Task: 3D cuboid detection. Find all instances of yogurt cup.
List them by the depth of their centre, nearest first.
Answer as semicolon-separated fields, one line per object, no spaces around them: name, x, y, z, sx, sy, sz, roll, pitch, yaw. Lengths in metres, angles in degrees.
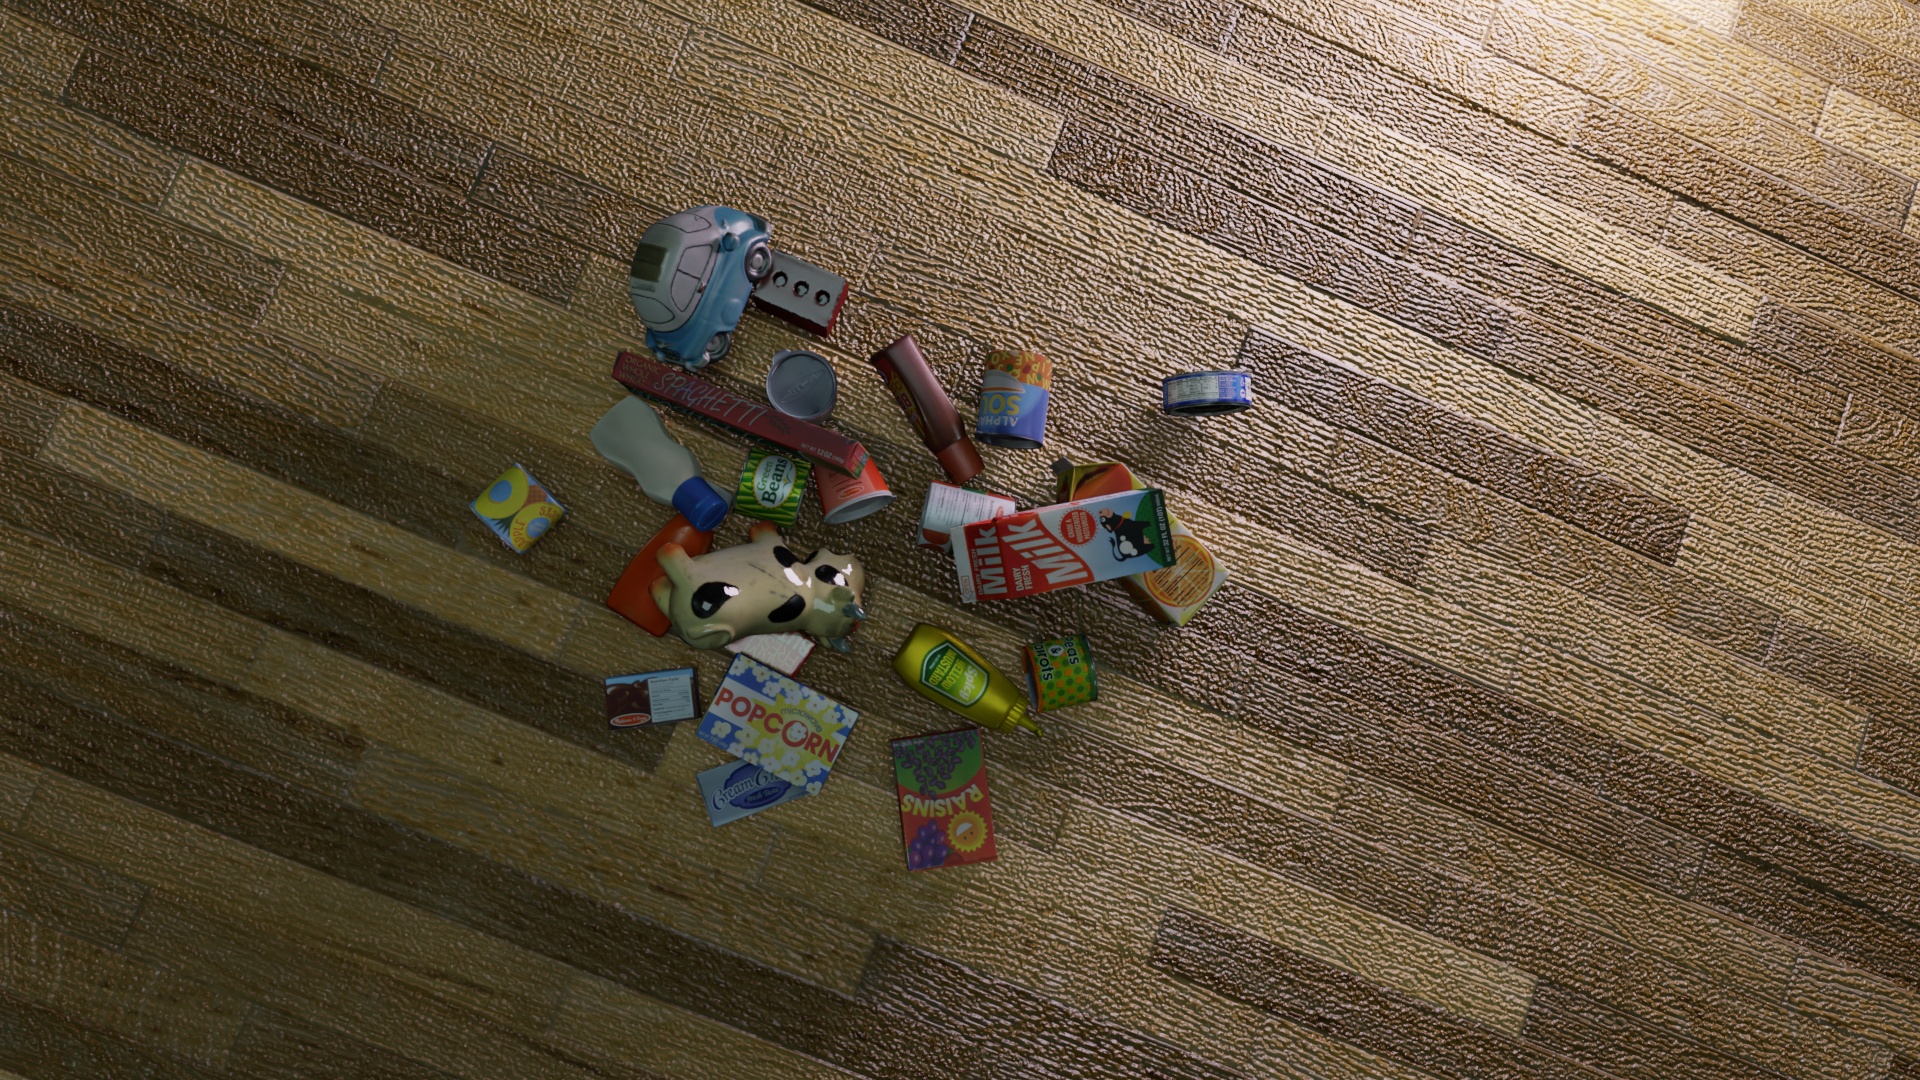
yogurt cup;-0.105;-0.053;1.310;0.072;0.072;0.054;-21;79;-7

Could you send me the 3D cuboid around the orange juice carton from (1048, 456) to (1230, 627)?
orange juice carton;0.159;-0.009;1.329;0.192;0.071;0.073;45;82;-1

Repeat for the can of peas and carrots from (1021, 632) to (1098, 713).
can of peas and carrots;0.093;0.124;1.311;0.059;0.071;0.071;-12;86;-7

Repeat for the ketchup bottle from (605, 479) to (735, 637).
ketchup bottle;-0.265;0.014;1.295;0.065;0.043;0.149;33;82;-6

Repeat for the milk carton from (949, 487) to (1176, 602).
milk carton;0.090;0.005;1.250;0.191;0.073;0.072;-11;93;-1

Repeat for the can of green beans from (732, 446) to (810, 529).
can of green beans;-0.176;-0.049;1.299;0.058;0.071;0.071;16;84;-5

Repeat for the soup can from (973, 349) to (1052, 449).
soup can;0.049;-0.135;1.330;0.071;0.071;0.084;8;84;-5

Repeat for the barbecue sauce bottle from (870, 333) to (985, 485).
barbecue sauce bottle;-0.029;-0.124;1.327;0.044;0.065;0.148;-34;98;-13

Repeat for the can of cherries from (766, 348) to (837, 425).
can of cherries;-0.151;-0.144;1.315;0.071;0.058;0.071;0;86;-5

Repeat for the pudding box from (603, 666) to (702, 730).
pudding box;-0.285;0.146;1.288;0.084;0.030;0.049;-7;87;-7

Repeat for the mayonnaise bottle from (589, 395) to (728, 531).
mayonnaise bottle;-0.274;-0.067;1.279;0.065;0.041;0.148;-45;69;-7

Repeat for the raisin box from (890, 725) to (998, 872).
raisin box;-0.016;0.242;1.303;0.086;0.040;0.123;-7;86;-8

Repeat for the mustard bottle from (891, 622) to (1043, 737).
mustard bottle;0.014;0.140;1.311;0.160;0.049;0.065;32;84;-2

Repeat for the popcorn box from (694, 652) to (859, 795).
popcorn box;-0.167;0.167;1.269;0.127;0.038;0.085;27;82;-3

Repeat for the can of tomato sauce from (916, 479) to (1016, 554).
can of tomato sauce;0.005;-0.017;1.318;0.083;0.071;0.071;13;84;-4

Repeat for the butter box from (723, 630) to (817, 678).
butter box;-0.191;0.090;1.306;0.103;0.024;0.053;34;83;-2

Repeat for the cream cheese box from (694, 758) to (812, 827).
cream cheese box;-0.189;0.225;1.293;0.104;0.024;0.053;-18;85;-8

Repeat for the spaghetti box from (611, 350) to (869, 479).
spaghetti box;-0.204;-0.116;1.279;0.250;0.050;0.029;21;83;12

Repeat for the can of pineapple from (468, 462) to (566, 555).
can of pineapple;-0.404;-0.028;1.272;0.071;0.071;0.058;45;82;-1
